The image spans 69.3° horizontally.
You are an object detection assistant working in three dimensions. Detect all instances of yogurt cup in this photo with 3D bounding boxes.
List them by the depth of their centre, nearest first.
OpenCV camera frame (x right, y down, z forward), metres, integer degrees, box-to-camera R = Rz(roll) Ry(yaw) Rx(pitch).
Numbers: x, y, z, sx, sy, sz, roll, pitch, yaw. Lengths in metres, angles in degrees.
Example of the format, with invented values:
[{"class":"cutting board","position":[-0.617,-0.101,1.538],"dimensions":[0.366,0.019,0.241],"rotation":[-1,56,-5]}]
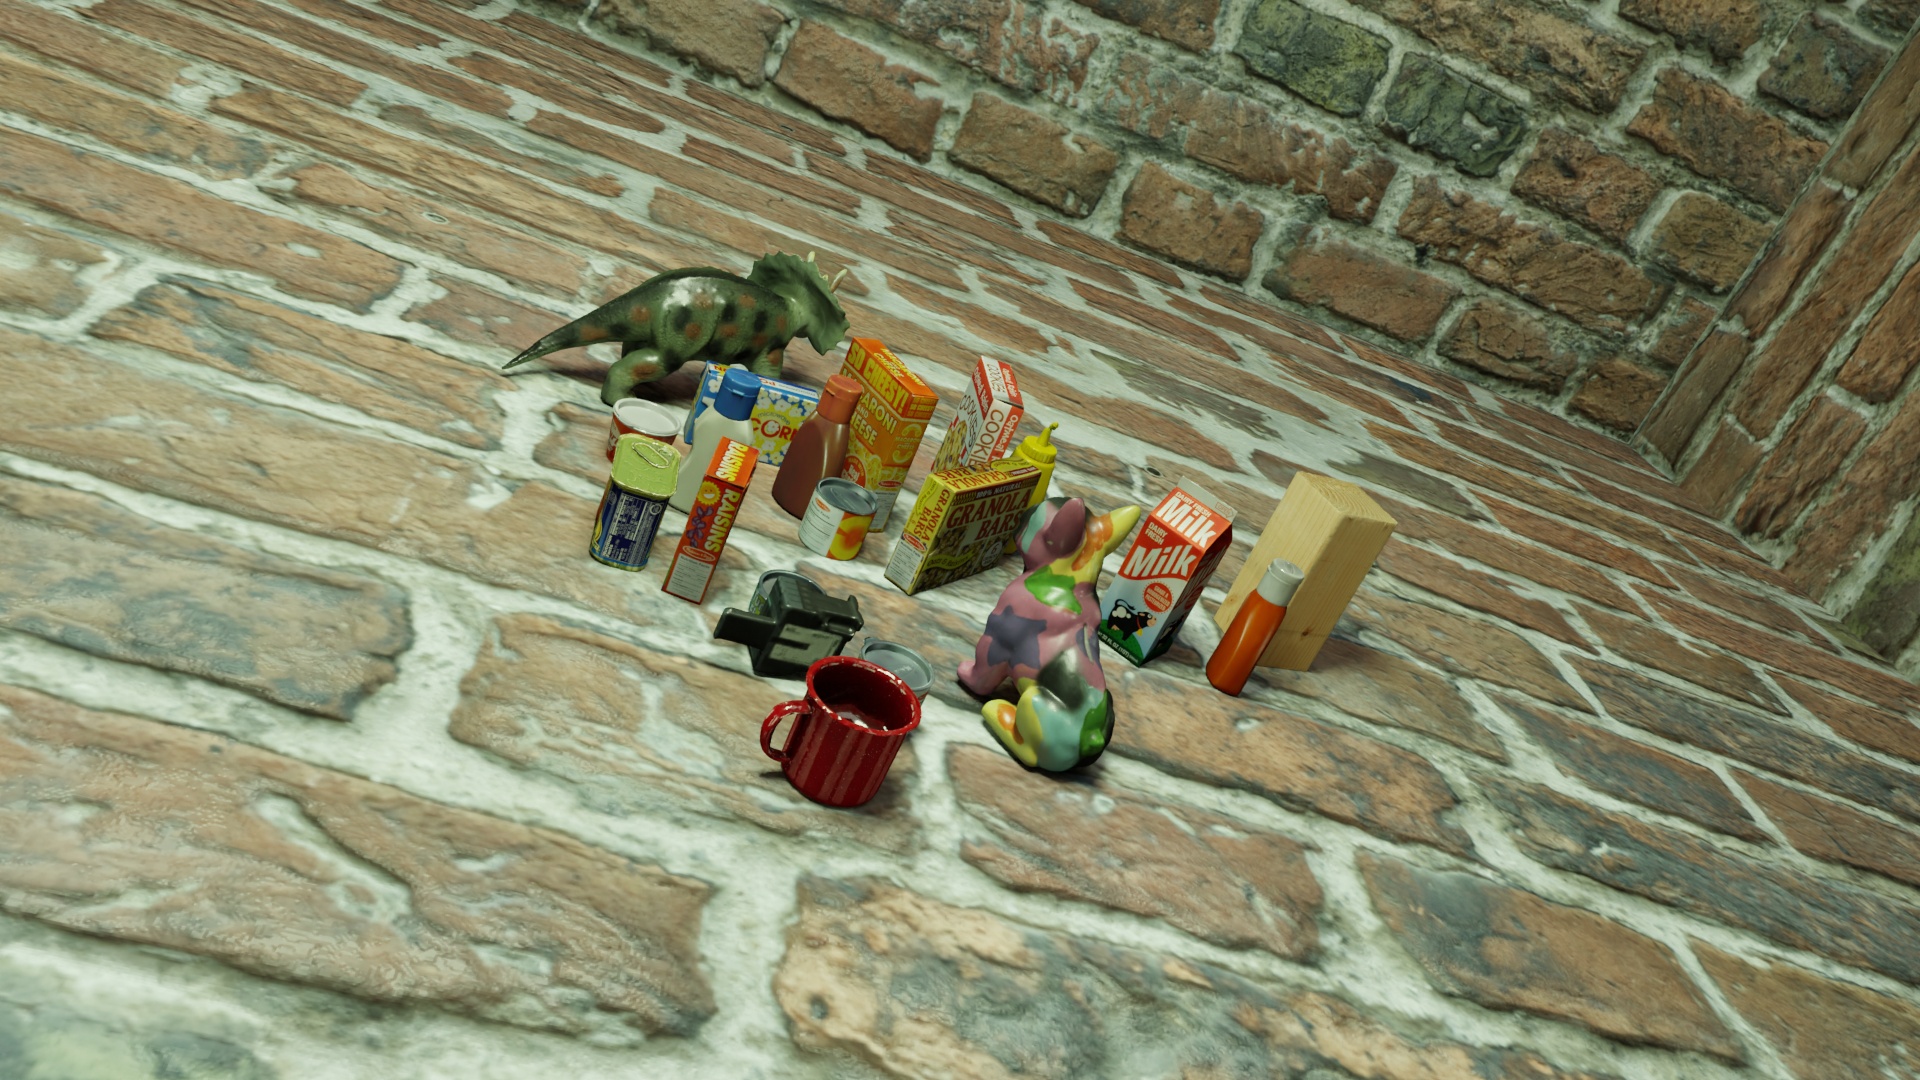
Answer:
[{"class":"yogurt cup","position":[-0.316,-0.101,1.374],"dimensions":[0.072,0.053,0.073],"rotation":[20,25,-10]}]

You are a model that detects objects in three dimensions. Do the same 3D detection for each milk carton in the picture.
[{"class":"milk carton","position":[0.214,0.030,1.435],"dimensions":[0.072,0.189,0.074],"rotation":[36,27,23]}]

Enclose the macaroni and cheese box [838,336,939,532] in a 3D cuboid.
[{"class":"macaroni and cheese box","position":[-0.097,-0.111,1.459],"dimensions":[0.040,0.165,0.124],"rotation":[1,34,-42]}]

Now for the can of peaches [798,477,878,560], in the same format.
[{"class":"can of peaches","position":[-0.121,-0.021,1.389],"dimensions":[0.071,0.057,0.071],"rotation":[20,25,-10]}]

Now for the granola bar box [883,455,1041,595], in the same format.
[{"class":"granola bar box","position":[0.005,-0.018,1.418],"dimensions":[0.039,0.123,0.166],"rotation":[36,27,23]}]

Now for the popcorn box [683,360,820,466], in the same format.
[{"class":"popcorn box","position":[-0.222,-0.133,1.483],"dimensions":[0.127,0.085,0.038],"rotation":[14,27,-23]}]

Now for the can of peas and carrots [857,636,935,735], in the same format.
[{"class":"can of peas and carrots","position":[-0.064,0.124,1.155],"dimensions":[0.071,0.058,0.071],"rotation":[20,25,-10]}]

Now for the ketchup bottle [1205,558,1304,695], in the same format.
[{"class":"ketchup bottle","position":[0.309,0.088,1.457],"dimensions":[0.043,0.148,0.065],"rotation":[23,25,-3]}]

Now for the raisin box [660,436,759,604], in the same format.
[{"class":"raisin box","position":[-0.218,-0.018,1.218],"dimensions":[0.040,0.122,0.086],"rotation":[21,25,-8]}]

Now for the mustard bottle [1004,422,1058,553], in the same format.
[{"class":"mustard bottle","position":[0.068,-0.064,1.523],"dimensions":[0.049,0.159,0.065],"rotation":[12,27,-25]}]

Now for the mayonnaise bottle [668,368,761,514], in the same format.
[{"class":"mayonnaise bottle","position":[-0.229,-0.092,1.322],"dimensions":[0.065,0.147,0.041],"rotation":[20,25,-10]}]

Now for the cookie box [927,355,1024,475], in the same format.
[{"class":"cookie box","position":[0.016,-0.107,1.551],"dimensions":[0.040,0.166,0.123],"rotation":[18,26,-16]}]

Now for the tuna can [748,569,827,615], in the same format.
[{"class":"tuna can","position":[-0.155,0.058,1.234],"dimensions":[0.071,0.032,0.071],"rotation":[20,25,-10]}]

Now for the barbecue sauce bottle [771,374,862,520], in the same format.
[{"class":"barbecue sauce bottle","position":[-0.142,-0.096,1.409],"dimensions":[0.065,0.148,0.044],"rotation":[39,28,28]}]
